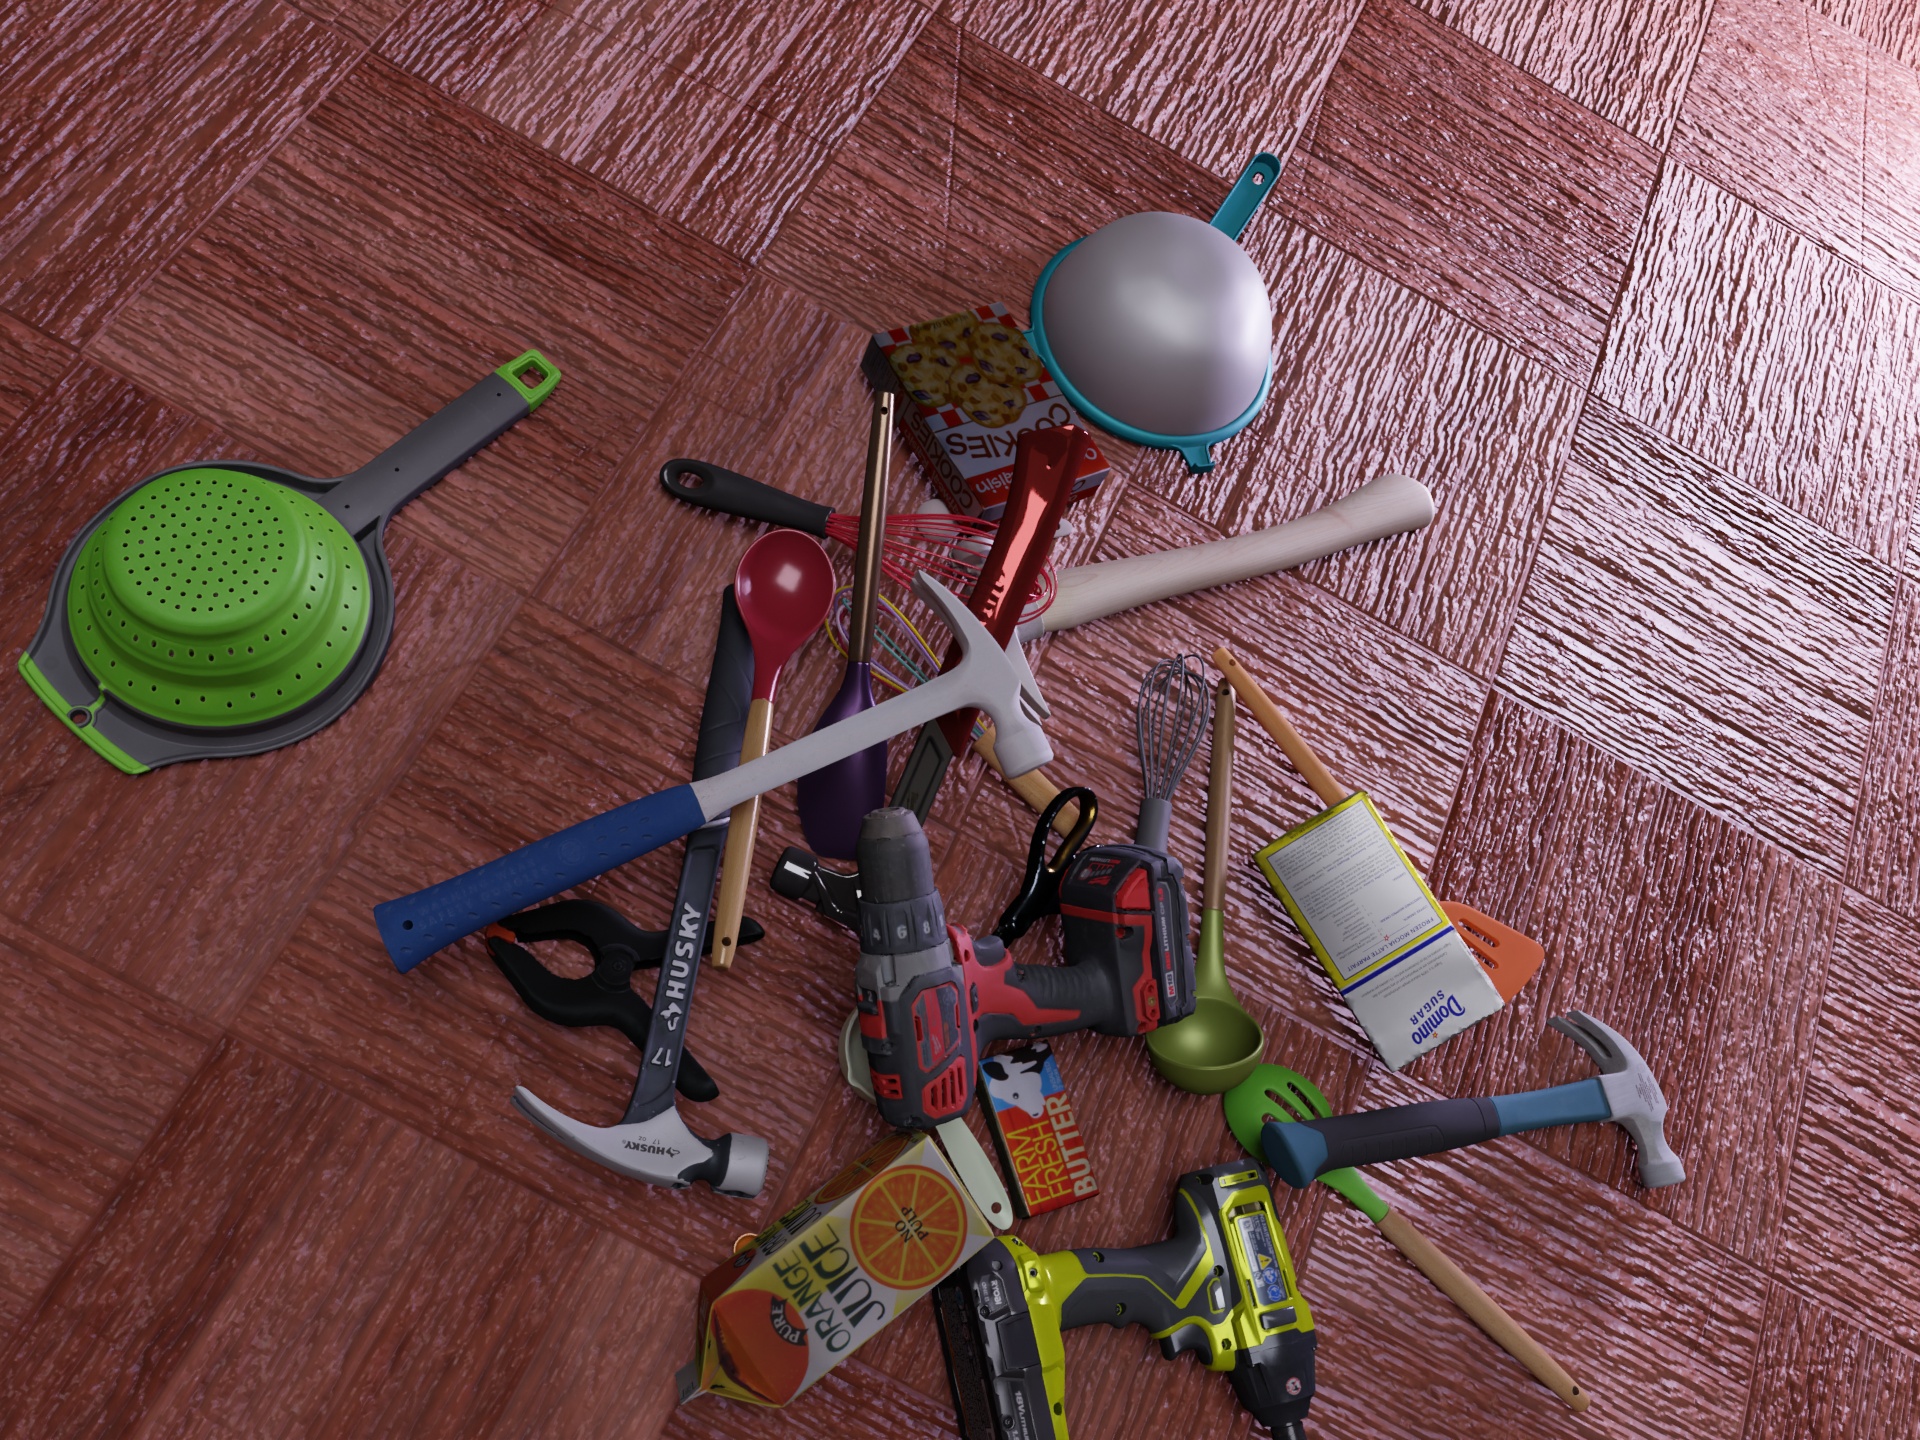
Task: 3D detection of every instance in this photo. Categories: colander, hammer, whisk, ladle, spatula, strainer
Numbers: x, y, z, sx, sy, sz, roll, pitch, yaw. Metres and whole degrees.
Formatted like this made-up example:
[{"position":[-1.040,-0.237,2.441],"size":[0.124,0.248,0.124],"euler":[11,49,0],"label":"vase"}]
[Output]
[{"position":[-0.408,-0.140,1.016],"size":[0.204,0.094,0.397],"euler":[42,63,3],"label":"colander"},{"position":[0.012,-0.024,1.046],"size":[0.149,0.037,0.359],"euler":[24,88,-8],"label":"hammer"},{"position":[-0.167,0.084,0.999],"size":[0.149,0.036,0.409],"euler":[15,57,-15],"label":"hammer"},{"position":[-0.003,-0.002,1.114],"size":[0.245,0.051,0.047],"euler":[44,84,0],"label":"whisk"},{"position":[-0.150,0.040,0.957],"size":[0.405,0.035,0.144],"euler":[-24,83,-15],"label":"hammer"},{"position":[0.178,0.105,1.111],"size":[0.078,0.062,0.320],"euler":[2,62,11],"label":"ladle"},{"position":[0.350,0.274,1.084],"size":[0.331,0.033,0.128],"euler":[-1,67,-25],"label":"hammer"},{"position":[0.141,0.060,1.123],"size":[0.055,0.055,0.239],"euler":[15,69,-10],"label":"whisk"},{"position":[0.292,0.071,1.160],"size":[0.081,0.041,0.322],"euler":[-36,85,-25],"label":"spatula"},{"position":[0.199,-0.376,1.294],"size":[0.211,0.095,0.340],"euler":[33,64,-1],"label":"strainer"},{"position":[-0.068,-0.065,1.070],"size":[0.059,0.018,0.316],"euler":[6,88,-8],"label":"spatula"},{"position":[0.199,-0.112,1.217],"size":[0.410,0.038,0.146],"euler":[-16,75,-22],"label":"hammer"},{"position":[-0.129,0.012,1.021],"size":[0.069,0.031,0.316],"euler":[12,59,-12],"label":"ladle"},{"position":[-0.074,-0.131,1.112],"size":[0.296,0.073,0.073],"euler":[18,63,7],"label":"whisk"}]

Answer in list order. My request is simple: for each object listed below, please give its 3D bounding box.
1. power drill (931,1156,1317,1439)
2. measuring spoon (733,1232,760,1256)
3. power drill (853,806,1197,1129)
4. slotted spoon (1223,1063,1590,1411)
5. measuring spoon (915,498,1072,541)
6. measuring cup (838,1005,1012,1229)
[{"position":[0.108,0.374,0.967],"size":[0.223,0.080,0.171],"euler":[-6,70,-22],"label":"power drill"},{"position":[-0.083,0.313,0.973],"size":[0.117,0.011,0.021],"euler":[-7,71,-23],"label":"measuring spoon"},{"position":[0.033,0.132,0.982],"size":[0.226,0.080,0.188],"euler":[-11,97,-35],"label":"power drill"},{"position":[0.301,0.347,1.063],"size":[0.314,0.031,0.070],"euler":[44,60,3],"label":"slotted spoon"},{"position":[0.028,-0.150,1.192],"size":[0.124,0.018,0.034],"euler":[1,68,-17],"label":"measuring spoon"},{"position":[-0.018,0.247,1.006],"size":[0.083,0.038,0.167],"euler":[-29,86,-24],"label":"measuring cup"}]
